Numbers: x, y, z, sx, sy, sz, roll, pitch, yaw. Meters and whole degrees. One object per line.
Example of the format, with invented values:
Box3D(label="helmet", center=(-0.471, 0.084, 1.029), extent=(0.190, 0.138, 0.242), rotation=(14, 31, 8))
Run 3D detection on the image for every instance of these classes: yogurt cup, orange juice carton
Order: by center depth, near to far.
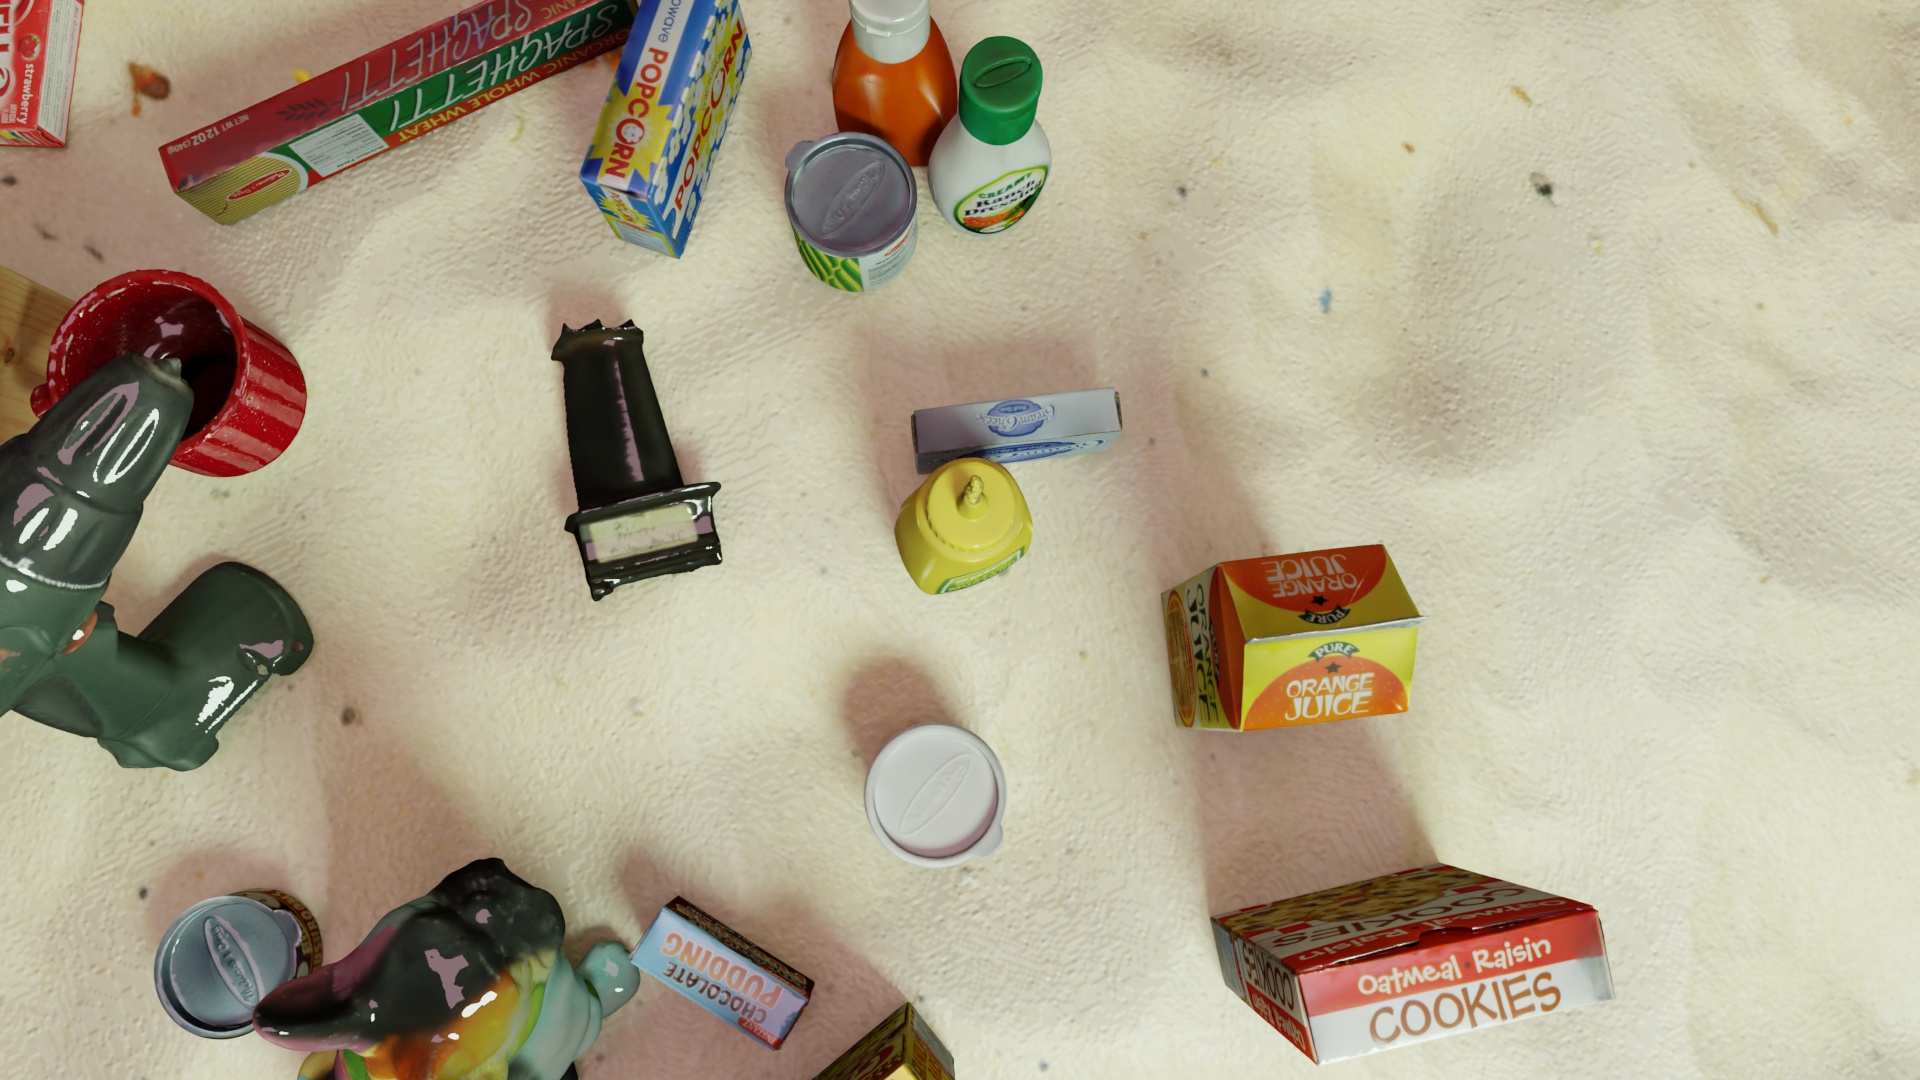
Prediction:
Box3D(label="orange juice carton", center=(0.143, 0.046, 0.623), extent=(0.072, 0.192, 0.073), rotation=(-6, 83, -2))
Box3D(label="yogurt cup", center=(-0.012, 0.123, 0.678), extent=(0.072, 0.054, 0.072), rotation=(0, 82, -1))

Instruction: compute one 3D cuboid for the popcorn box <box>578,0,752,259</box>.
Box3D(label="popcorn box", center=(-0.147, -0.219, 0.708), extent=(0.038, 0.085, 0.127), rotation=(17, 82, 1))

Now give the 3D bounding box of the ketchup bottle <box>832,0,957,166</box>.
Box3D(label="ketchup bottle", center=(-0.033, -0.233, 0.681), extent=(0.065, 0.148, 0.043), rotation=(15, 82, 1))

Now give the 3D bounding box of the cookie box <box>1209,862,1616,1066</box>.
Box3D(label="cookie box", center=(0.190, 0.182, 0.618), extent=(0.123, 0.167, 0.040), rotation=(-12, 83, -3))

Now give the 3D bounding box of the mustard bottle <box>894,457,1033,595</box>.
Box3D(label="mustard bottle", center=(0.002, -0.008, 0.644), extent=(0.065, 0.160, 0.049), rotation=(-24, 84, -4))

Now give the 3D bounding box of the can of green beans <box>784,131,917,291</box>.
Box3D(label="can of green beans", center=(-0.055, -0.168, 0.717), extent=(0.071, 0.057, 0.071), rotation=(0, 82, -1))

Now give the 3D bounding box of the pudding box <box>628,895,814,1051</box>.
Box3D(label="pudding box", center=(-0.113, 0.207, 0.666), extent=(0.084, 0.049, 0.030), rotation=(31, 83, 3))

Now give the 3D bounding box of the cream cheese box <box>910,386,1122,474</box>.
Box3D(label="cream cheese box", center=(0.027, -0.055, 0.705), extent=(0.104, 0.053, 0.024), rotation=(-7, 83, -2))

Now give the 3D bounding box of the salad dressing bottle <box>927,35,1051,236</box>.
Box3D(label="salad dressing bottle", center=(0.016, -0.194, 0.677), extent=(0.064, 0.147, 0.044), rotation=(-22, 84, -4))

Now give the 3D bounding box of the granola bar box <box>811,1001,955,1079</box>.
Box3D(label="granola bar box", center=(-0.078, 0.283, 0.618), extent=(0.166, 0.124, 0.039), rotation=(-38, 85, -6))

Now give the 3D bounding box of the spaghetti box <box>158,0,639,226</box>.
Box3D(label="spaghetti box", center=(-0.286, -0.236, 0.725), extent=(0.250, 0.050, 0.029), rotation=(-27, 84, -5))

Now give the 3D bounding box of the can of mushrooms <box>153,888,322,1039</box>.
Box3D(label="can of mushrooms", center=(-0.344, 0.201, 0.669), extent=(0.071, 0.033, 0.071), rotation=(0, 82, -1))
